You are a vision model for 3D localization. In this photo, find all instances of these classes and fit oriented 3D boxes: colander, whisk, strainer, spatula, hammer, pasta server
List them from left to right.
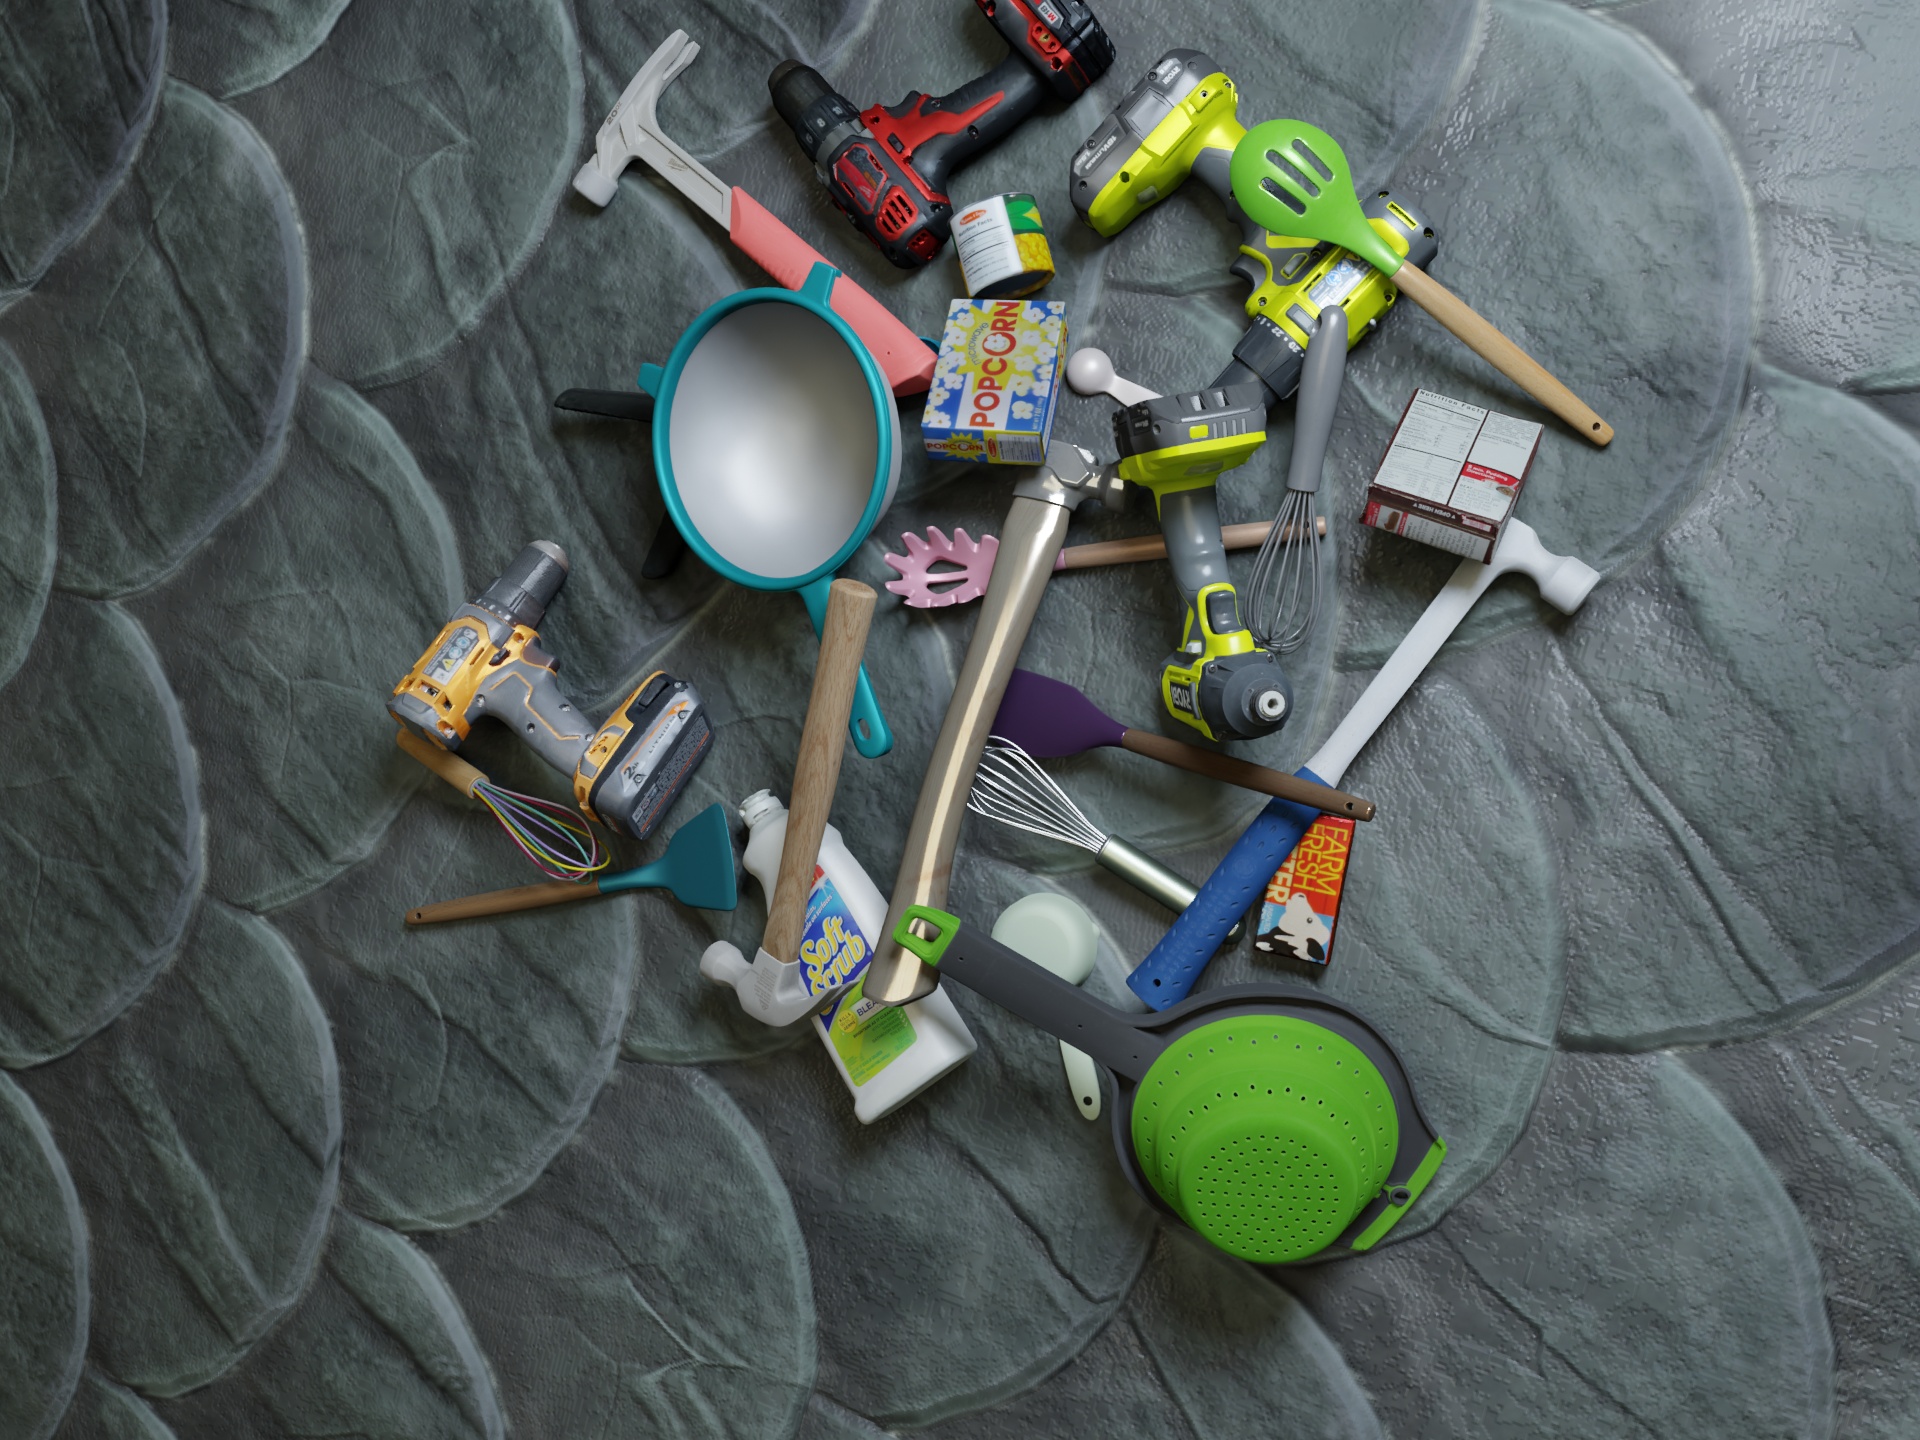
[{"bbox_3d":[-0.366,0.063,1.265,0.245,0.051,0.047,29,55,29],"label":"whisk"},{"bbox_3d":[-0.312,0.132,1.261,0.317,0.044,0.082,-12,83,18],"label":"spatula"},{"bbox_3d":[-0.141,-0.371,1.208,0.359,0.036,0.149,43,101,19],"label":"hammer"},{"bbox_3d":[-0.105,0.064,1.117,0.130,0.031,0.331,26,111,35],"label":"hammer"},{"bbox_3d":[-0.094,-0.141,1.149,0.211,0.095,0.340,-20,89,33],"label":"strainer"},{"bbox_3d":[-0.002,-0.004,1.115,0.146,0.038,0.411,16,85,16],"label":"hammer"},{"bbox_3d":[0.096,0.087,1.136,0.246,0.059,0.058,32,81,10],"label":"whisk"},{"bbox_3d":[0.101,-0.121,1.142,0.316,0.040,0.060,-6,79,16],"label":"pasta server"},{"bbox_3d":[0.127,0.242,1.033,0.397,0.094,0.204,30,111,-2],"label":"colander"},{"bbox_3d":[0.136,0.021,1.098,0.316,0.018,0.060,17,95,34],"label":"spatula"},{"bbox_3d":[0.230,-0.157,1.069,0.055,0.055,0.239,12,107,17],"label":"whisk"},{"bbox_3d":[0.244,0.026,1.074,0.144,0.035,0.405,38,95,19],"label":"hammer"}]

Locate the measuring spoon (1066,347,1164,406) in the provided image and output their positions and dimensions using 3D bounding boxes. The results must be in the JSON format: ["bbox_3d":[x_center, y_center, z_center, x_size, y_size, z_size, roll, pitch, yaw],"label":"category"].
[{"bbox_3d":[0.129,-0.232,1.144,0.124,0.018,0.034,32,98,14],"label":"measuring spoon"}]

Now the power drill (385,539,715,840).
[{"bbox_3d":[-0.302,-0.030,1.229,0.226,0.084,0.185,26,69,14],"label":"power drill"}]

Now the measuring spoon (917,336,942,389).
[{"bbox_3d":[0.011,-0.278,1.186,0.128,0.021,0.042,-19,76,7],"label":"measuring spoon"}]

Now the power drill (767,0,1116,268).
[{"bbox_3d":[-0.022,-0.470,1.168,0.226,0.080,0.188,-41,78,15],"label":"power drill"}]

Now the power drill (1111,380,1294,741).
[{"bbox_3d":[0.164,-0.099,1.033,0.080,0.171,0.223,-11,97,-6],"label":"power drill"}]

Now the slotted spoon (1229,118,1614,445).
[{"bbox_3d":[0.306,-0.280,1.036,0.313,0.031,0.070,37,100,-7],"label":"slotted spoon"}]

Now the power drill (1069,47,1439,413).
[{"bbox_3d":[0.185,-0.328,1.100,0.190,0.080,0.228,-46,80,10],"label":"power drill"}]

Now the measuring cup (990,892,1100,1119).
[{"bbox_3d":[0.070,0.207,1.143,0.083,0.038,0.168,-17,82,16],"label":"measuring cup"}]
